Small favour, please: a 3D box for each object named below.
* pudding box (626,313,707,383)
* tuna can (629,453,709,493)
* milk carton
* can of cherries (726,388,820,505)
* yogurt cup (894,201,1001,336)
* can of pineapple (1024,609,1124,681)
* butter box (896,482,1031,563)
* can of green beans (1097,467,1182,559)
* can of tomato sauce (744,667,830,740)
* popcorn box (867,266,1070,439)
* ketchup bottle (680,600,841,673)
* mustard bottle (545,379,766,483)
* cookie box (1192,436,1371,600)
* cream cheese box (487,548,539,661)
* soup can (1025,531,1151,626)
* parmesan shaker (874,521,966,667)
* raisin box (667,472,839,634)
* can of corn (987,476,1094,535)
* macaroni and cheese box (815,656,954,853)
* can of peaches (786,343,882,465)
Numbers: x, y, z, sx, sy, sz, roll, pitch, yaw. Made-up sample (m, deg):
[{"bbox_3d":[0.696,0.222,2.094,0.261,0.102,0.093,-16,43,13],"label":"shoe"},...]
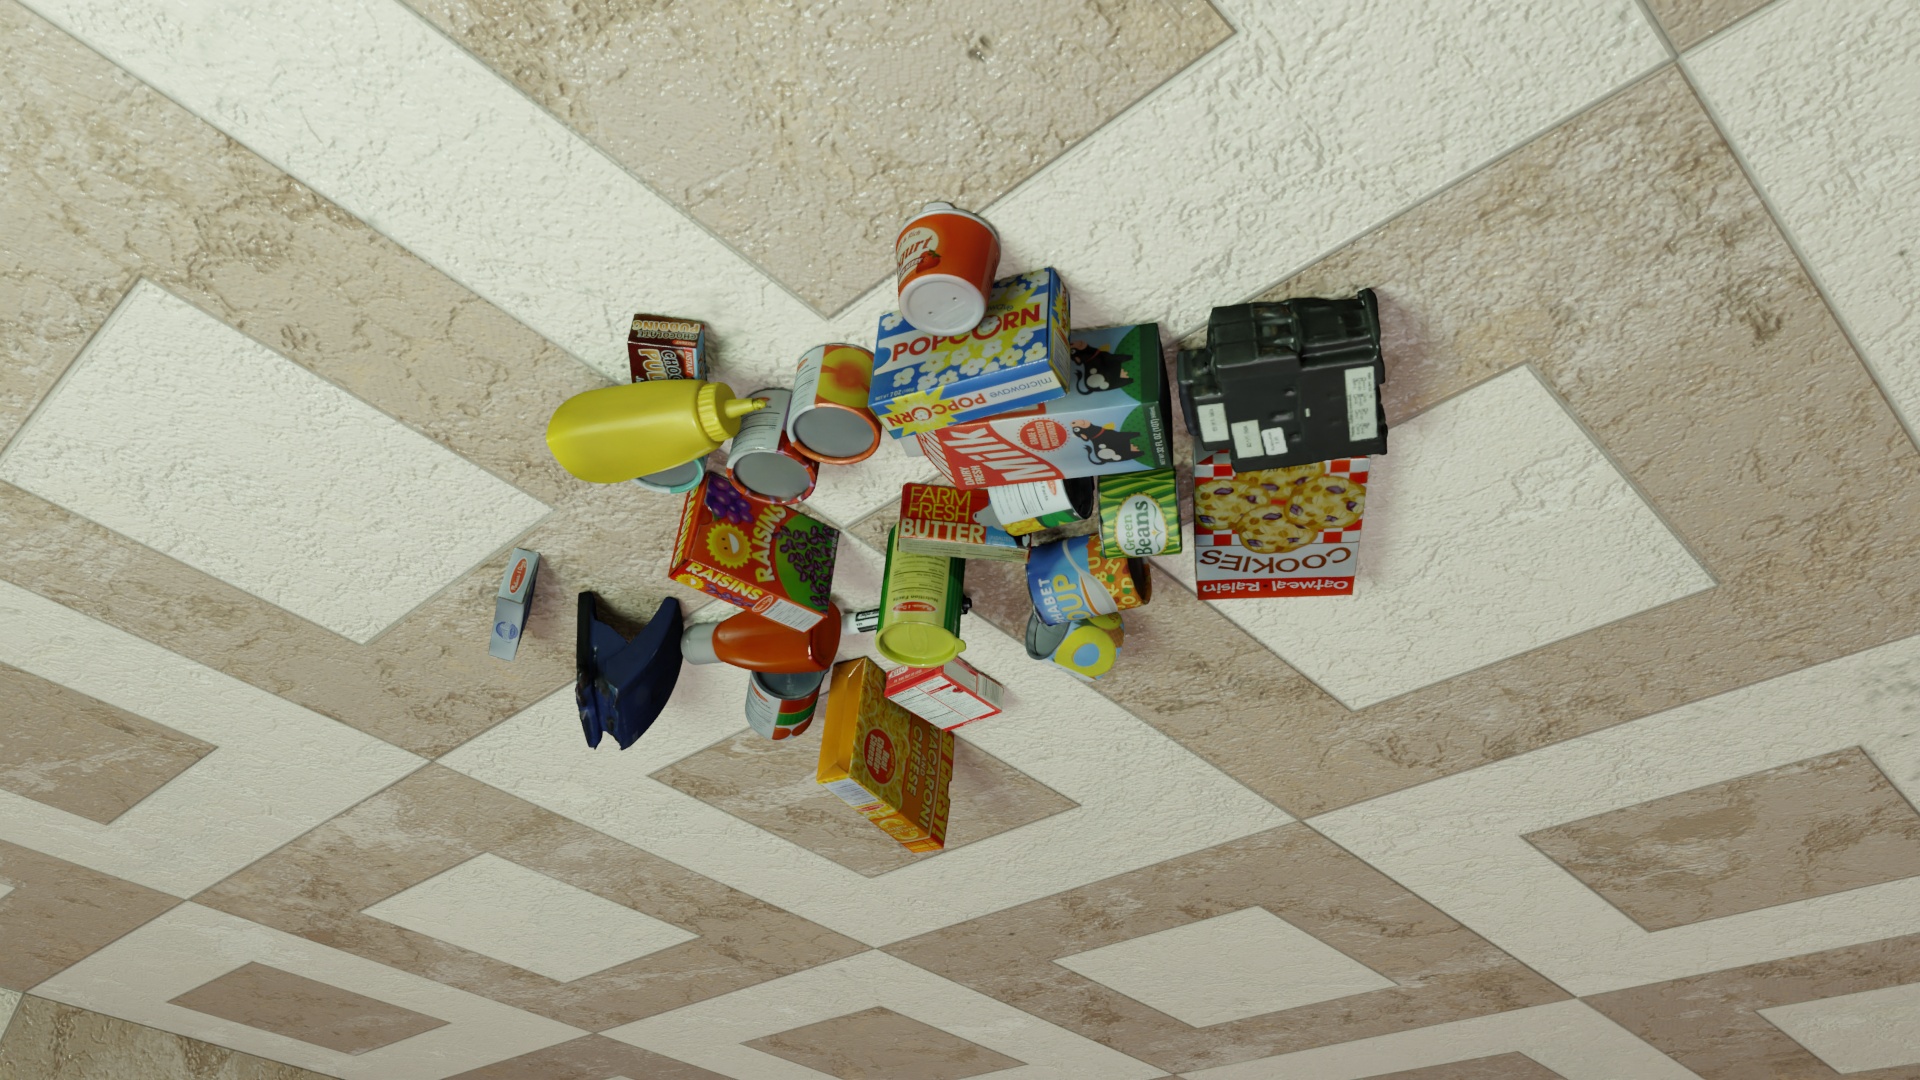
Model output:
[{"bbox_3d":[-0.203,-0.118,0.972,0.050,0.030,0.083,6,143,-3],"label":"pudding box"},{"bbox_3d":[-0.220,-0.068,1.038,0.071,0.033,0.070,3,144,2],"label":"tuna can"},{"bbox_3d":[0.045,-0.088,0.949,0.190,0.074,0.072,-6,144,14],"label":"milk carton"},{"bbox_3d":[-0.131,-0.066,1.010,0.071,0.059,0.071,3,143,2],"label":"can of cherries"},{"bbox_3d":[-0.010,-0.165,0.869,0.072,0.054,0.072,3,144,2],"label":"yogurt cup"},{"bbox_3d":[0.097,0.078,1.172,0.058,0.071,0.070,24,139,-25],"label":"can of pineapple"},{"bbox_3d":[0.004,-0.013,1.070,0.103,0.053,0.024,5,146,0],"label":"butter box"},{"bbox_3d":[0.134,-0.020,1.036,0.058,0.071,0.071,-4,142,11],"label":"can of green beans"},{"bbox_3d":[-0.161,0.136,1.277,0.071,0.071,0.082,10,143,-7],"label":"can of tomato sauce"},{"bbox_3d":[0.008,-0.121,0.900,0.126,0.085,0.038,-13,140,21],"label":"popcorn box"},{"bbox_3d":[-0.177,0.086,1.218,0.148,0.065,0.043,-7,149,29],"label":"ketchup bottle"},{"bbox_3d":[-0.203,-0.080,0.954,0.160,0.049,0.065,-9,141,18],"label":"mustard bottle"},{"bbox_3d":[0.239,-0.019,1.050,0.123,0.040,0.166,-2,142,9],"label":"cookie box"},{"bbox_3d":[-0.387,0.056,1.204,0.024,0.053,0.103,17,142,-12],"label":"cream cheese box"},{"bbox_3d":[0.102,0.030,1.102,0.083,0.072,0.071,-14,139,22],"label":"soup can"},{"bbox_3d":[-0.027,0.041,1.103,0.071,0.103,0.071,3,143,3],"label":"parmesan shaker"},{"bbox_3d":[-0.160,0.011,1.092,0.123,0.086,0.040,26,140,-25],"label":"raisin box"},{"bbox_3d":[0.060,-0.041,1.019,0.058,0.071,0.071,-14,139,24],"label":"can of corn"},{"bbox_3d":[-0.066,0.204,1.308,0.040,0.124,0.166,-16,139,27],"label":"macaroni and cheese box"},{"bbox_3d":[-0.083,-0.094,0.968,0.071,0.058,0.071,3,143,3],"label":"can of peaches"}]
